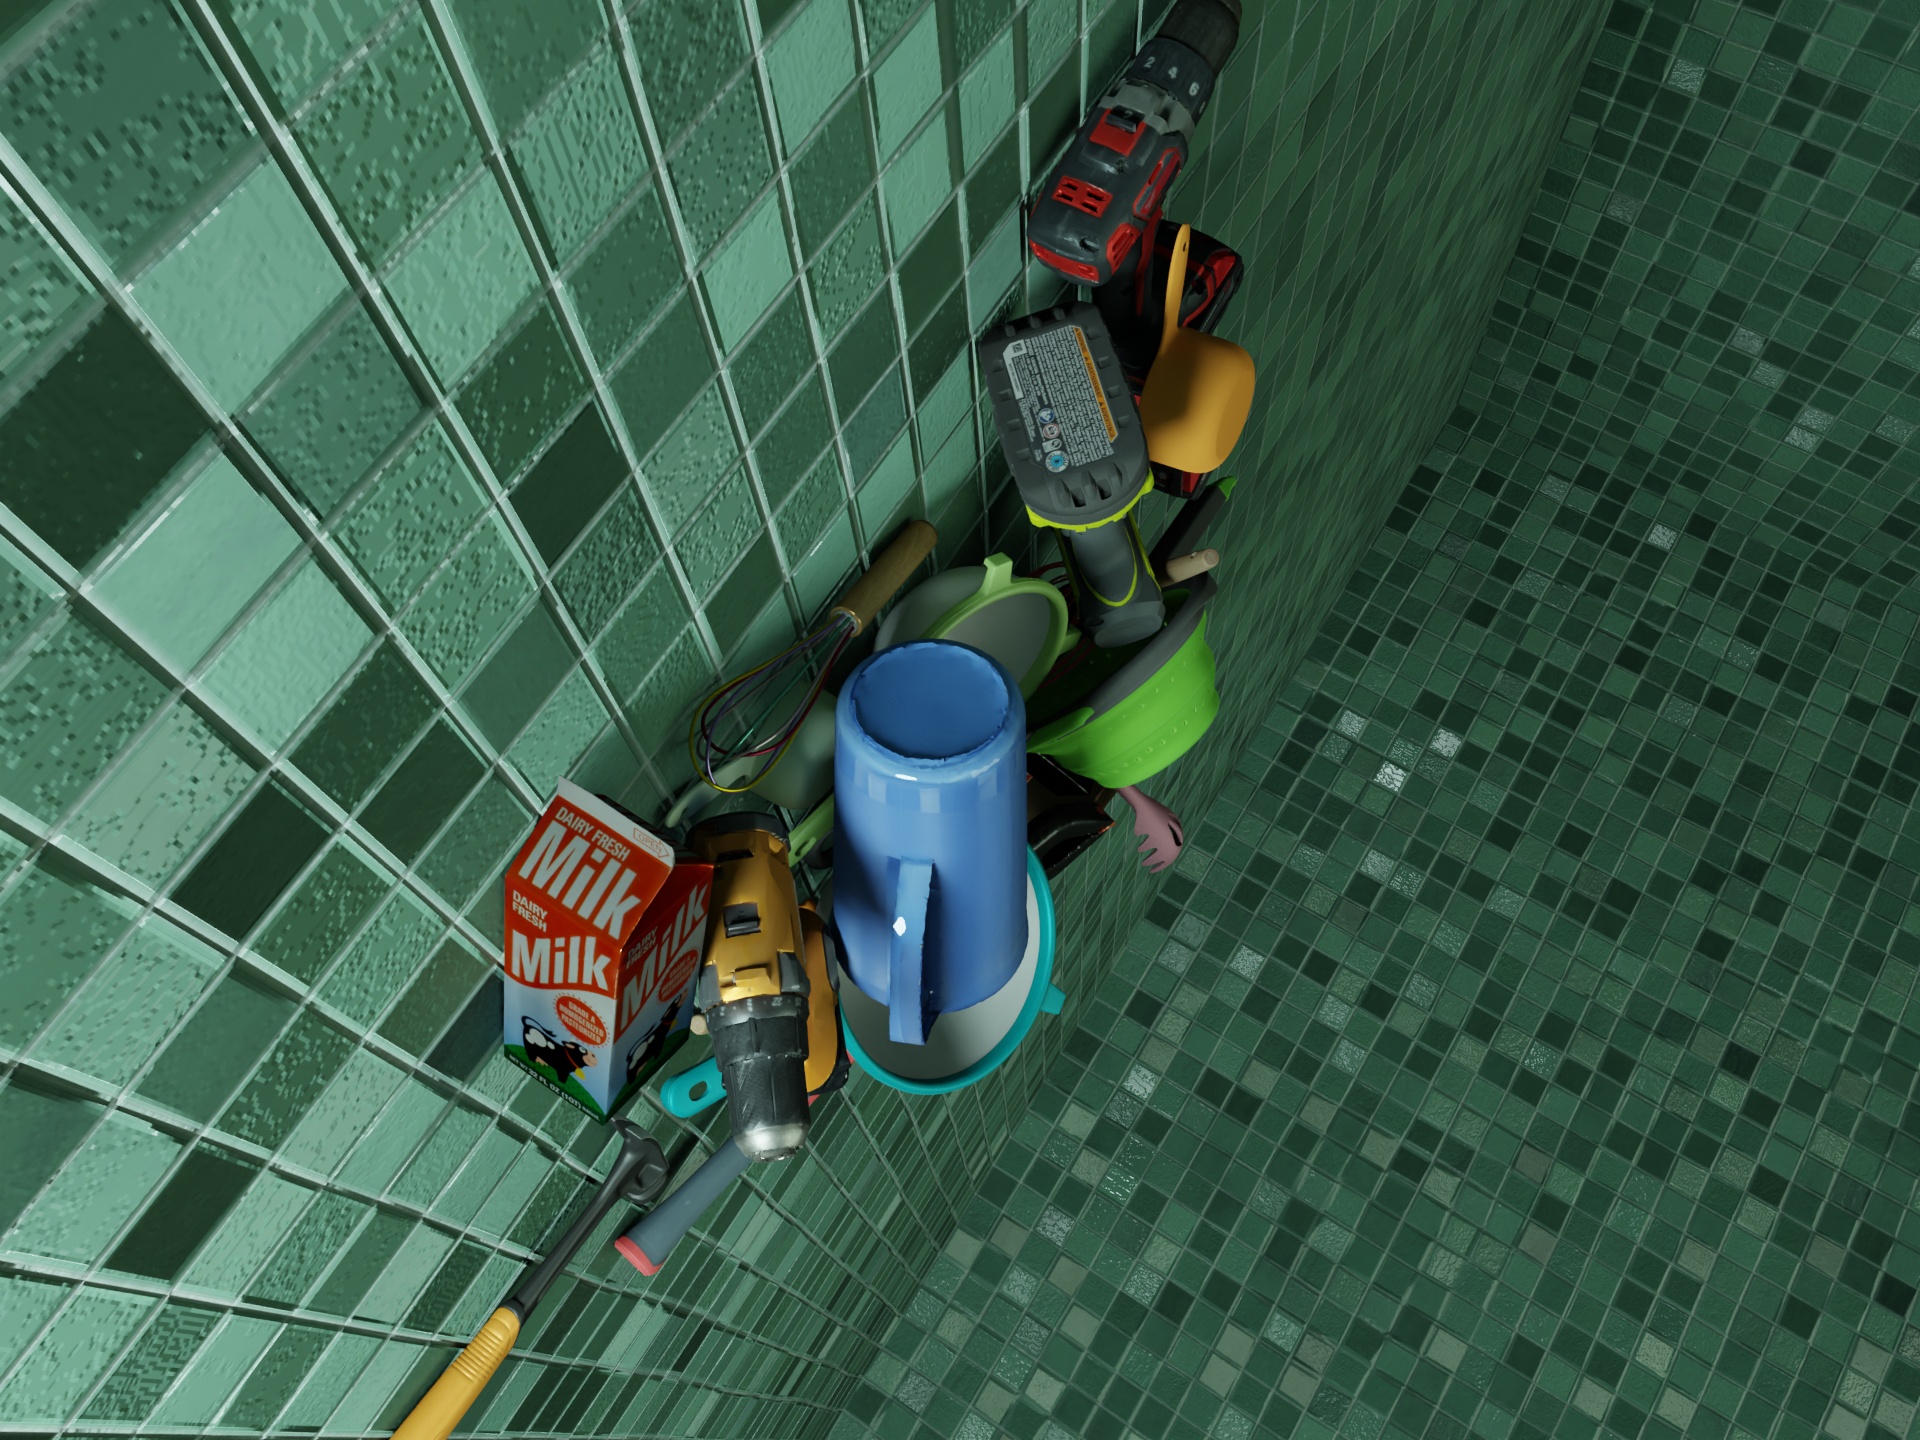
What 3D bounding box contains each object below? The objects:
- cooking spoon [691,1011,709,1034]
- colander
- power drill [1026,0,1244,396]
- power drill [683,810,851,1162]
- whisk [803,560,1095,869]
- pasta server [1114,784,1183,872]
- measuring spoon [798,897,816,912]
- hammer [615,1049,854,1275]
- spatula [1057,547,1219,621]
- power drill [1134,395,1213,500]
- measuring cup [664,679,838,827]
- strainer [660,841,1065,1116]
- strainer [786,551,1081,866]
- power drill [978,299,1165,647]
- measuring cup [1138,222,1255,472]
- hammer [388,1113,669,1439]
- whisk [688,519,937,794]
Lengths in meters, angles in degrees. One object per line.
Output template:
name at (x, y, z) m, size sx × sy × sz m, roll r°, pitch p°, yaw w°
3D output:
cooking spoon at (-0.124, 0.213, 1.221) m, size 0.318 × 0.017 × 0.069 m, roll 8°, pitch 82°, yaw -70°
colander at (0.158, -0.064, 1.228) m, size 0.204 × 0.094 × 0.397 m, roll -26°, pitch -161°, yaw 43°
power drill at (0.122, -0.320, 0.987) m, size 0.188 × 0.080 × 0.226 m, roll -60°, pitch 162°, yaw -5°
power drill at (-0.112, 0.172, 0.931) m, size 0.226 × 0.084 × 0.185 m, roll 92°, pitch -12°, yaw -68°
whisk at (-0.002, -0.004, 1.119) m, size 0.296 × 0.073 × 0.073 m, roll -45°, pitch 163°, yaw -7°
pasta server at (0.114, 0.038, 1.388) m, size 0.315 × 0.040 × 0.060 m, roll 43°, pitch 42°, yaw -38°
measuring spoon at (-0.126, 0.141, 1.125) m, size 0.021 × 0.011 × 0.117 m, roll -63°, pitch 165°, yaw 7°
hammer at (-0.115, 0.272, 1.242) m, size 0.386 × 0.038 × 0.143 m, roll -41°, pitch 154°, yaw -29°
spatula at (0.109, -0.095, 1.178) m, size 0.060 × 0.018 × 0.316 m, roll -58°, pitch -165°, yaw -15°
power drill at (0.148, -0.230, 1.209) m, size 0.143 × 0.078 × 0.219 m, roll -64°, pitch 165°, yaw 13°
measuring cup at (-0.112, 0.033, 0.926) m, size 0.167 × 0.038 × 0.083 m, roll -39°, pitch 154°, yaw -58°
strainer at (-0.083, 0.186, 1.149) m, size 0.340 × 0.095 × 0.211 m, roll -25°, pitch 107°, yaw -34°
strainer at (-0.044, -0.012, 1.044) m, size 0.256 × 0.069 × 0.151 m, roll -44°, pitch 152°, yaw 6°
power drill at (0.075, -0.160, 1.010) m, size 0.080 × 0.171 × 0.223 m, roll -17°, pitch 161°, yaw 5°
measuring cup at (0.152, -0.228, 0.986) m, size 0.095 × 0.052 × 0.173 m, roll -55°, pitch 158°, yaw -30°
hammer at (-0.299, 0.397, 0.987) m, size 0.337 × 0.034 × 0.127 m, roll -53°, pitch 164°, yaw -27°
whisk at (-0.078, -0.047, 0.901) m, size 0.245 × 0.047 × 0.051 m, roll -53°, pitch 175°, yaw -41°
